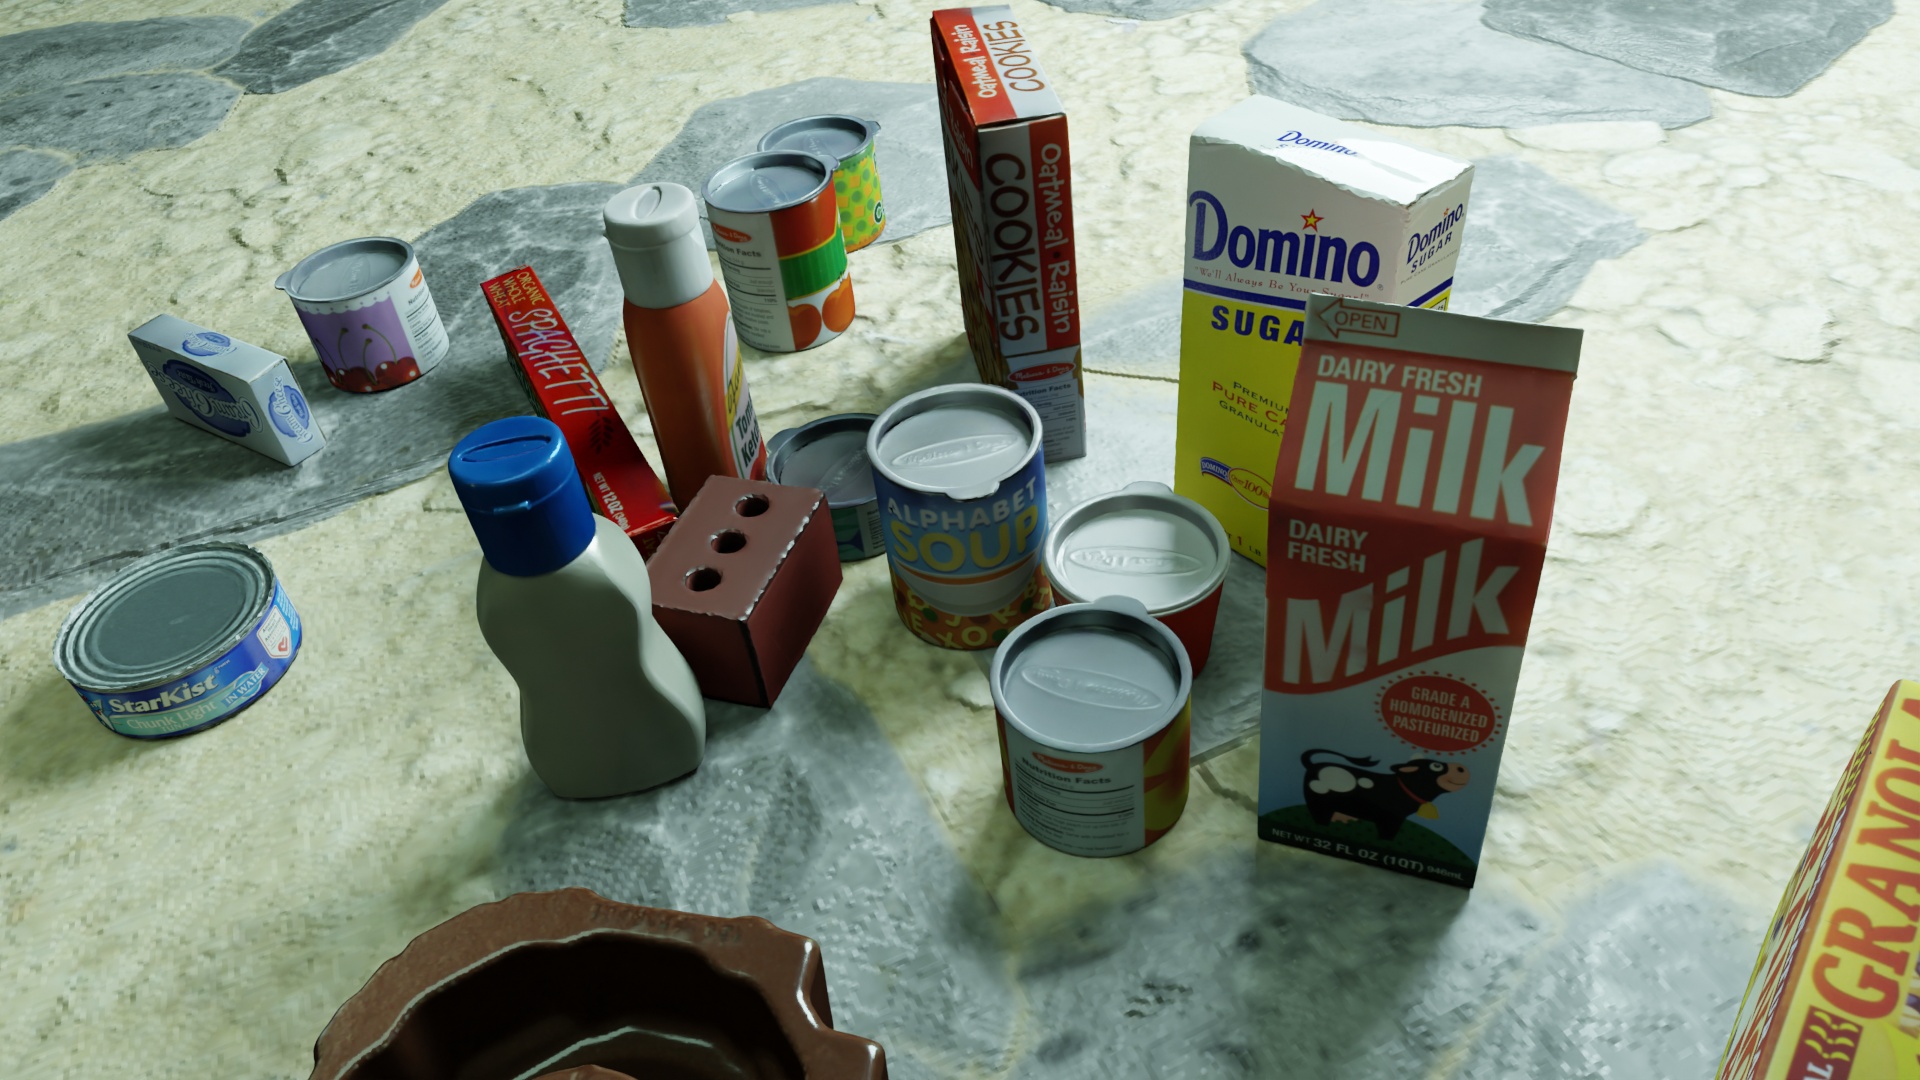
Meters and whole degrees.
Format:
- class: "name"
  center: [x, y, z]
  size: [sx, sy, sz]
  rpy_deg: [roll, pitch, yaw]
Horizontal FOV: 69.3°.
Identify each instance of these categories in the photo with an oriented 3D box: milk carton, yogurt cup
- class: "milk carton"
  center: [0.134, 0.012, 0.417]
  size: [0.072, 0.189, 0.074]
  rpy_deg: [11, 44, 20]
- class: "yogurt cup"
  center: [0.066, 0.022, 0.520]
  size: [0.072, 0.053, 0.073]
  rpy_deg: [-4, 41, 4]

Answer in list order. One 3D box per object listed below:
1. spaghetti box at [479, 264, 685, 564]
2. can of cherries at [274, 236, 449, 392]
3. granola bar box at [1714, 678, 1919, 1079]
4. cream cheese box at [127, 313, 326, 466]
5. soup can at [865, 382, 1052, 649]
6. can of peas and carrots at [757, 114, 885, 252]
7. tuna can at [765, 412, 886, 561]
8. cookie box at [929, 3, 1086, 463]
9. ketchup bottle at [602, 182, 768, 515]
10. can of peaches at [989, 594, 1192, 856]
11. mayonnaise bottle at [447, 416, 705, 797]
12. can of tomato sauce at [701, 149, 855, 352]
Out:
- class: "spaghetti box"
  center: [-0.177, -0.054, 0.648]
  size: [0.029, 0.050, 0.251]
  rpy_deg: [-23, 43, -17]
- class: "can of cherries"
  center: [-0.316, -0.120, 0.738]
  size: [0.071, 0.058, 0.072]
  rpy_deg: [-4, 41, 4]
- class: "granola bar box"
  center: [0.199, 0.130, 0.322]
  size: [0.039, 0.123, 0.166]
  rpy_deg: [22, 49, 30]
- class: "cream cheese box"
  center: [-0.369, -0.076, 0.700]
  size: [0.104, 0.053, 0.024]
  rpy_deg: [19, 47, 27]
- class: "soup can"
  center: [0.002, -0.007, 0.540]
  size: [0.071, 0.083, 0.072]
  rpy_deg: [-4, 41, 4]
- class: "can of peas and carrots"
  center: [-0.077, -0.205, 0.799]
  size: [0.071, 0.058, 0.071]
  rpy_deg: [-4, 41, 4]
- class: "tuna can"
  center: [-0.052, -0.024, 0.607]
  size: [0.071, 0.032, 0.071]
  rpy_deg: [-4, 41, 4]
- class: "cookie box"
  center: [0.021, -0.136, 0.622]
  size: [0.040, 0.166, 0.123]
  rpy_deg: [-11, 41, -3]
- class: "ketchup bottle"
  center: [-0.115, -0.076, 0.588]
  size: [0.043, 0.148, 0.065]
  rpy_deg: [-5, 41, 4]
- class: "can of peaches"
  center: [0.046, 0.063, 0.473]
  size: [0.071, 0.057, 0.071]
  rpy_deg: [-4, 41, 4]
- class: "mayonnaise bottle"
  center: [-0.131, 0.026, 0.473]
  size: [0.065, 0.147, 0.041]
  rpy_deg: [-11, 41, -4]
- class: "can of tomato sauce"
  center: [-0.091, -0.150, 0.720]
  size: [0.071, 0.082, 0.071]
  rpy_deg: [-4, 41, 4]
